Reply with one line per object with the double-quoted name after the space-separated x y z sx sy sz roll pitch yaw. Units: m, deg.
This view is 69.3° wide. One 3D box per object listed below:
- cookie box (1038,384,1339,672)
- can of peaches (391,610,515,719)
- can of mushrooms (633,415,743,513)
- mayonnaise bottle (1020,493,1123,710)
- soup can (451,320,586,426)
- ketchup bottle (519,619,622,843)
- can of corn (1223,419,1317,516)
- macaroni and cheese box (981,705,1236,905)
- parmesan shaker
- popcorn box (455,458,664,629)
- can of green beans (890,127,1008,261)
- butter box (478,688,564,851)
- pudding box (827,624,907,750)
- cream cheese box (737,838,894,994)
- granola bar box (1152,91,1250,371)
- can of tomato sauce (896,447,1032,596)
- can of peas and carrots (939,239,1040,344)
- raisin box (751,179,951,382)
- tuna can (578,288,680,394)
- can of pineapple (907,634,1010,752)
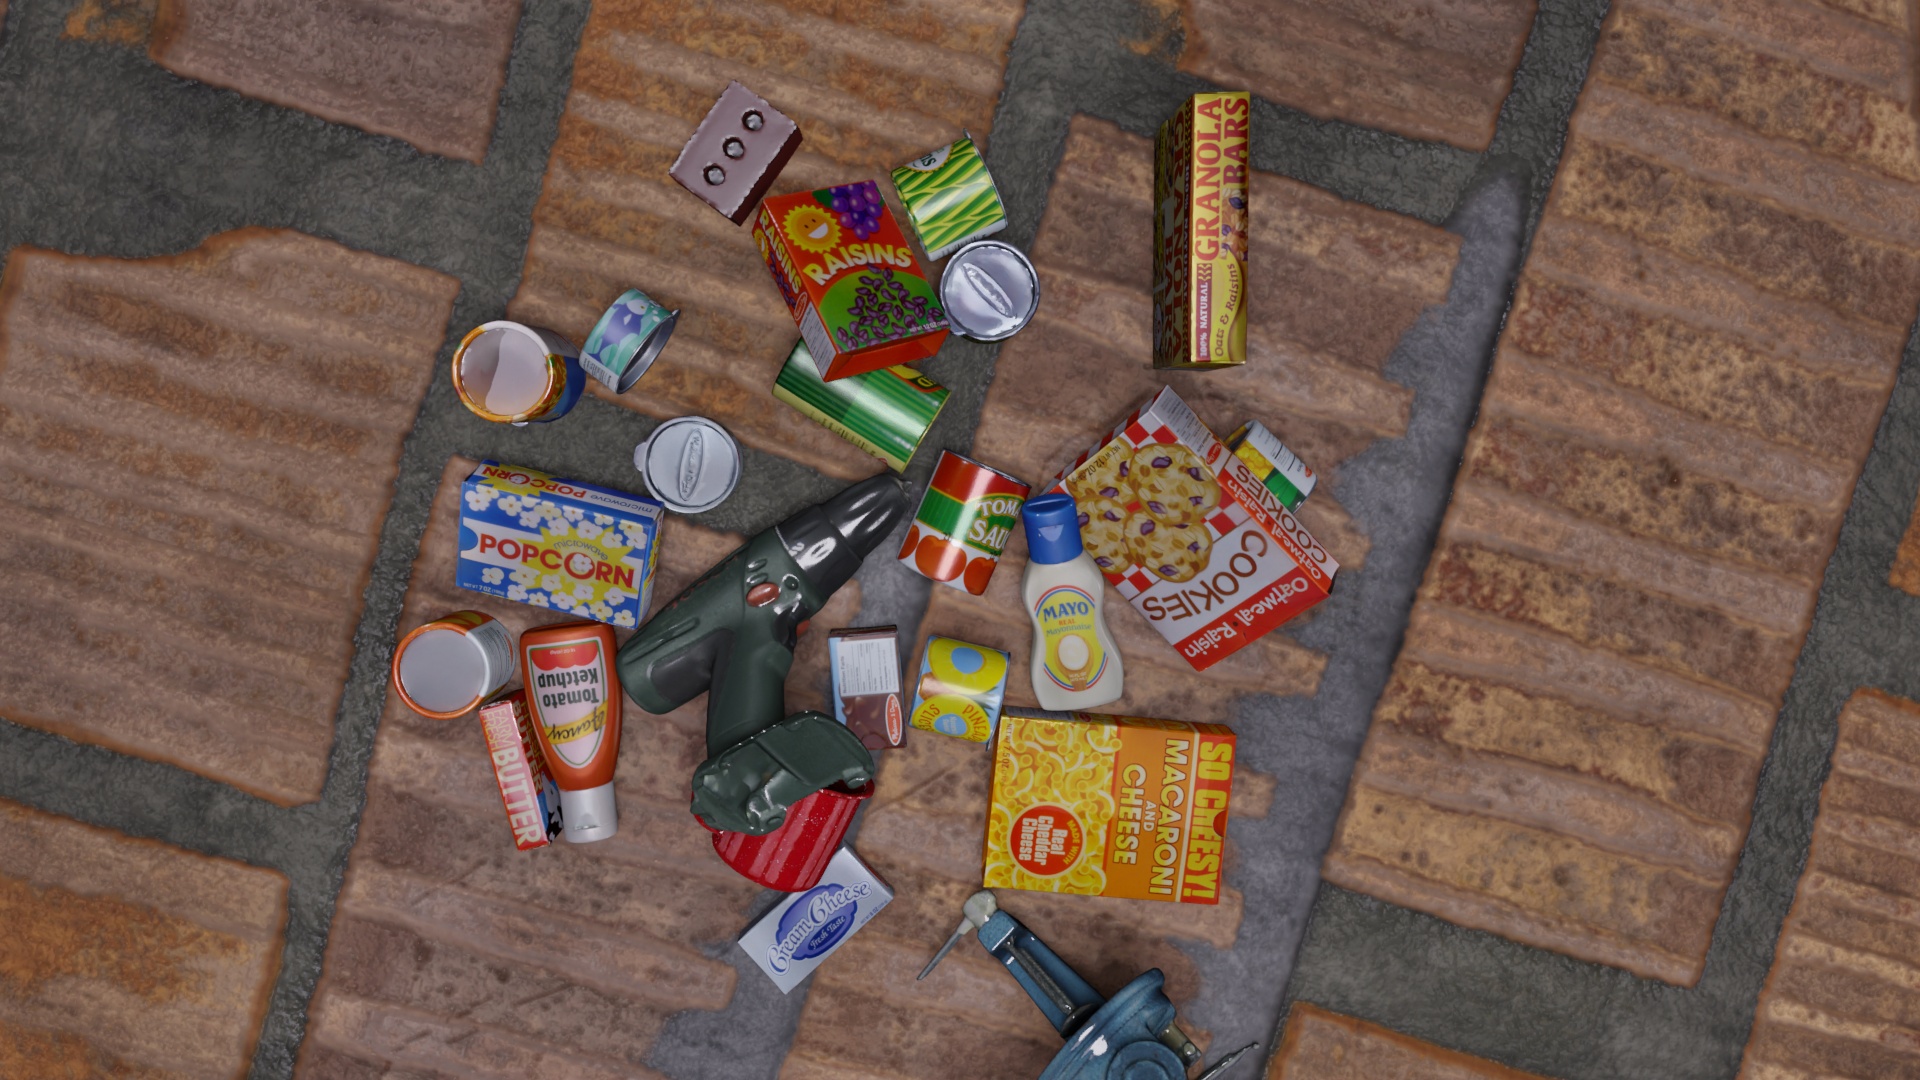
0.149 -0.003 0.928 0.167 0.040 0.122 46 132 -5 "cookie box"
-0.346 0.085 0.944 0.071 0.058 0.071 0 95 -2 "can of peaches"
-0.185 -0.053 0.951 0.071 0.033 0.071 0 95 -2 "can of mushrooms"
0.071 0.042 0.943 0.065 0.041 0.147 -9 112 6 "mayonnaise bottle"
-0.291 -0.108 0.918 0.071 0.084 0.071 0 95 -2 "soup can"
-0.263 0.131 0.957 0.065 0.043 0.148 -6 95 -7 "ketchup bottle"
0.197 -0.038 0.948 0.058 0.071 0.071 43 92 -4 "can of corn"
0.103 0.186 0.975 0.166 0.040 0.123 5 95 -2 "macaroni and cheese box"
-0.066 -0.099 0.932 0.103 0.071 0.071 31 93 -4 "parmesan shaker"
-0.269 0.003 0.934 0.127 0.038 0.084 14 121 -3 "popcorn box"
-0.008 -0.228 0.927 0.058 0.071 0.071 -24 95 1 "can of green beans"
-0.300 0.156 0.953 0.024 0.053 0.103 -14 95 -2 "butter box"
-0.065 0.103 0.968 0.050 0.030 0.083 -5 95 -3 "pudding box"
-0.102 0.265 0.982 0.104 0.024 0.053 -42 93 1 "cream cheese box"
0.154 -0.195 0.905 0.039 0.124 0.165 0 94 -3 "granola bar box"
0.003 -0.012 0.942 0.071 0.071 0.083 24 94 -4 "can of tomato sauce"
0.017 -0.164 0.936 0.071 0.059 0.071 0 95 -1 "can of peas and carrots"
-0.072 -0.171 0.907 0.086 0.040 0.123 -18 72 -27 "raisin box"
-0.221 -0.135 0.927 0.033 0.071 0.071 36 93 -4 "tuna can"
-0.001 0.103 0.951 0.058 0.071 0.071 13 94 -2 "can of pineapple"
